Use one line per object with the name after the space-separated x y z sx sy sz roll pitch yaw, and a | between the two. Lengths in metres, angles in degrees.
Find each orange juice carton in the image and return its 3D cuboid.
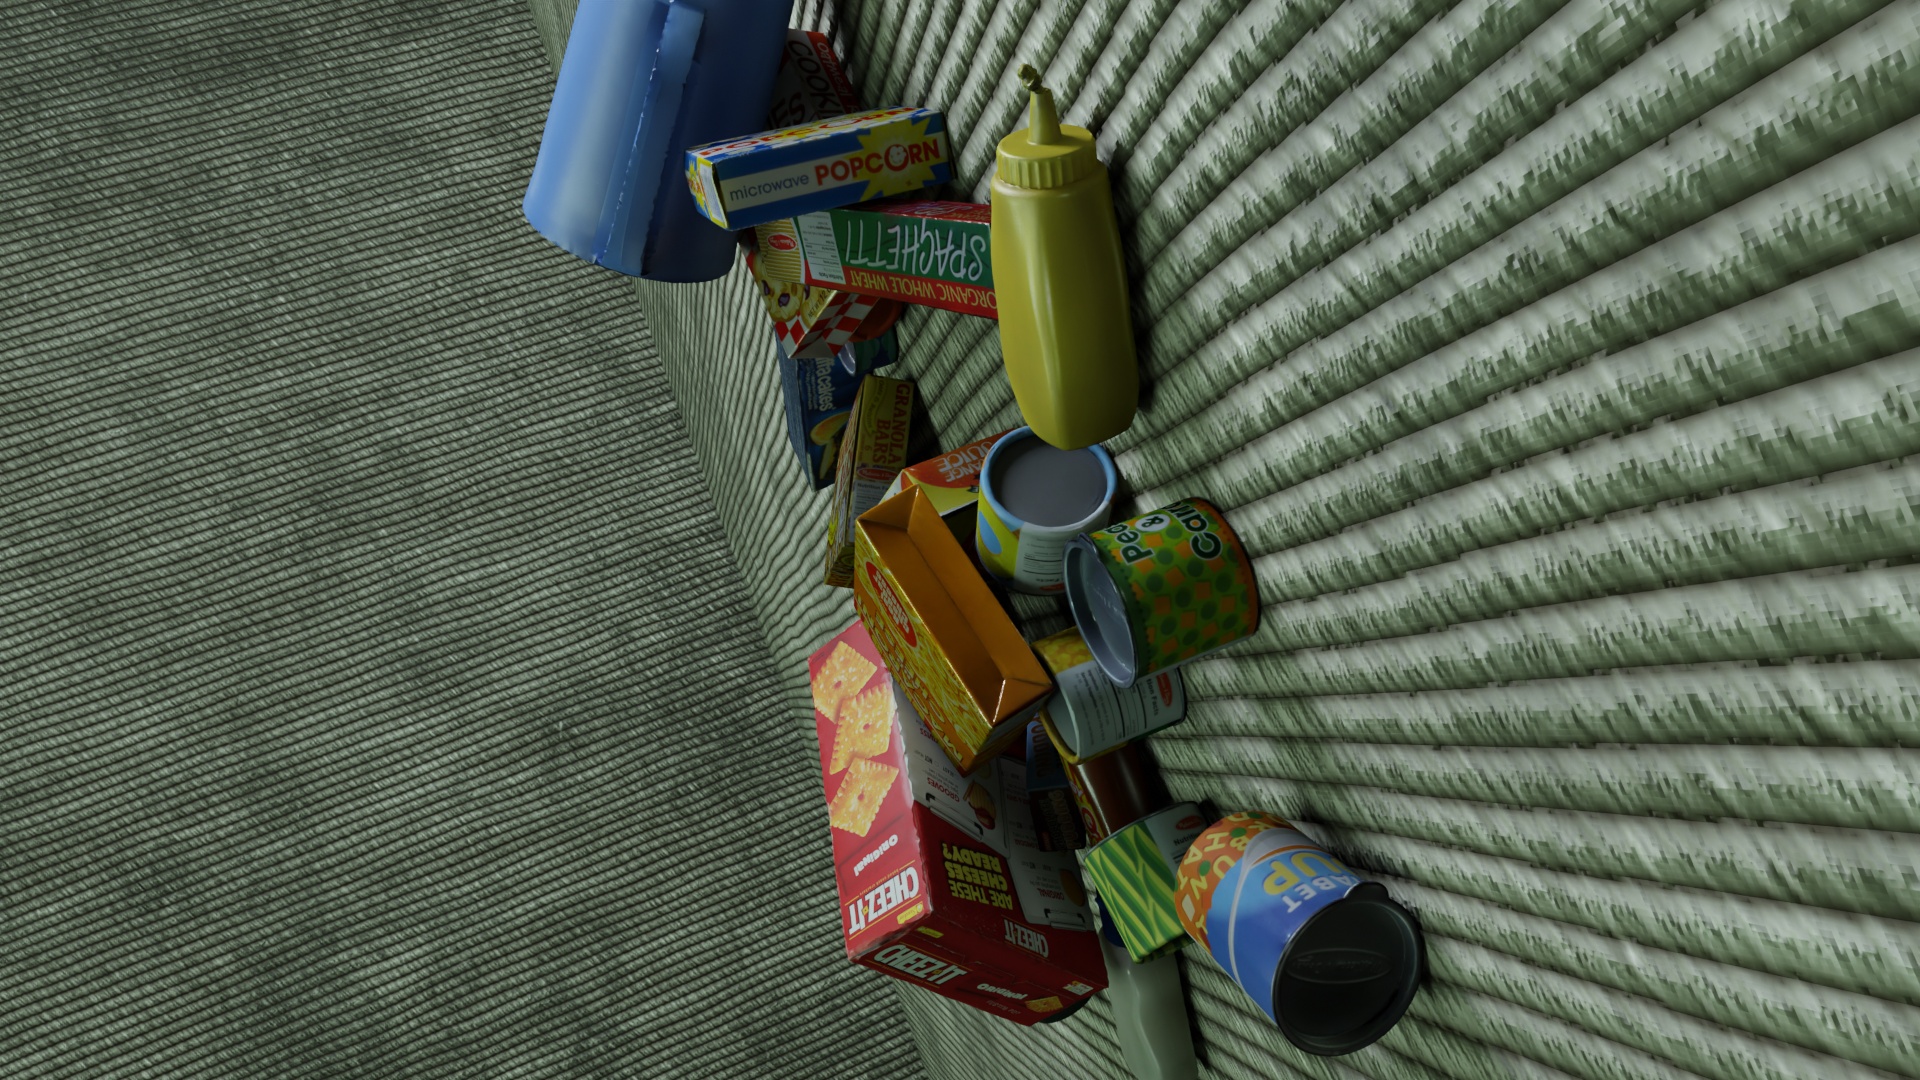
0.003 -0.010 0.819 0.192 0.072 0.073 139 110 -76 | orange juice carton

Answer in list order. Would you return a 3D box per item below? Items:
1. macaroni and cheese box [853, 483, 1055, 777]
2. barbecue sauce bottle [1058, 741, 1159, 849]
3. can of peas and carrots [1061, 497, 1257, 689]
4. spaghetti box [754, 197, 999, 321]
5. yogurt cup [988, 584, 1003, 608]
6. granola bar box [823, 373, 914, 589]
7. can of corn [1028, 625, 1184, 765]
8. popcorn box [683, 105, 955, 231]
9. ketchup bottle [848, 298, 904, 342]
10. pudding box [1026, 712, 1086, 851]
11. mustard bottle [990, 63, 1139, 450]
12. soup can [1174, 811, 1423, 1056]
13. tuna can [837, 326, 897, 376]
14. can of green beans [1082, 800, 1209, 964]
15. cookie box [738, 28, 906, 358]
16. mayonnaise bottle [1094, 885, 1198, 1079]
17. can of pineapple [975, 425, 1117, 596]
-0.011 0.055 0.741 0.124 0.040 0.166 56 166 13 | macaroni and cheese box
0.080 0.127 0.774 0.065 0.044 0.148 -171 62 -85 | barbecue sauce bottle
0.082 0.019 0.581 0.071 0.059 0.071 162 89 -76 | can of peas and carrots
-0.040 -0.155 0.739 0.250 0.029 0.050 22 131 52 | spaghetti box
-0.002 0.048 0.943 0.072 0.072 0.054 159 99 -76 | yogurt cup
-0.070 -0.038 1.023 0.165 0.039 0.124 131 146 -74 | granola bar box
0.071 0.073 0.702 0.071 0.058 0.071 161 89 -76 | can of corn
-0.078 -0.201 0.745 0.085 0.127 0.038 -139 35 -63 | popcorn box
-0.085 -0.210 0.933 0.149 0.044 0.064 66 156 18 | ketchup bottle
0.058 0.143 0.845 0.084 0.030 0.049 -85 -16 -59 | pudding box
0.041 -0.116 0.571 0.065 0.049 0.159 -127 22 -51 | mustard bottle
0.134 0.153 0.560 0.084 0.071 0.071 -145 37 -67 | soup can
-0.072 -0.153 0.985 0.071 0.033 0.071 161 89 -76 | tuna can
0.104 0.173 0.700 0.071 0.071 0.058 97 149 -62 | can of green beans
-0.098 -0.218 0.878 0.122 0.040 0.168 -45 62 45 | cookie box
0.113 0.268 0.858 0.065 0.041 0.147 -136 31 -62 | mayonnaise bottle
0.040 -0.016 0.678 0.057 0.071 0.071 93 153 -57 | can of pineapple
